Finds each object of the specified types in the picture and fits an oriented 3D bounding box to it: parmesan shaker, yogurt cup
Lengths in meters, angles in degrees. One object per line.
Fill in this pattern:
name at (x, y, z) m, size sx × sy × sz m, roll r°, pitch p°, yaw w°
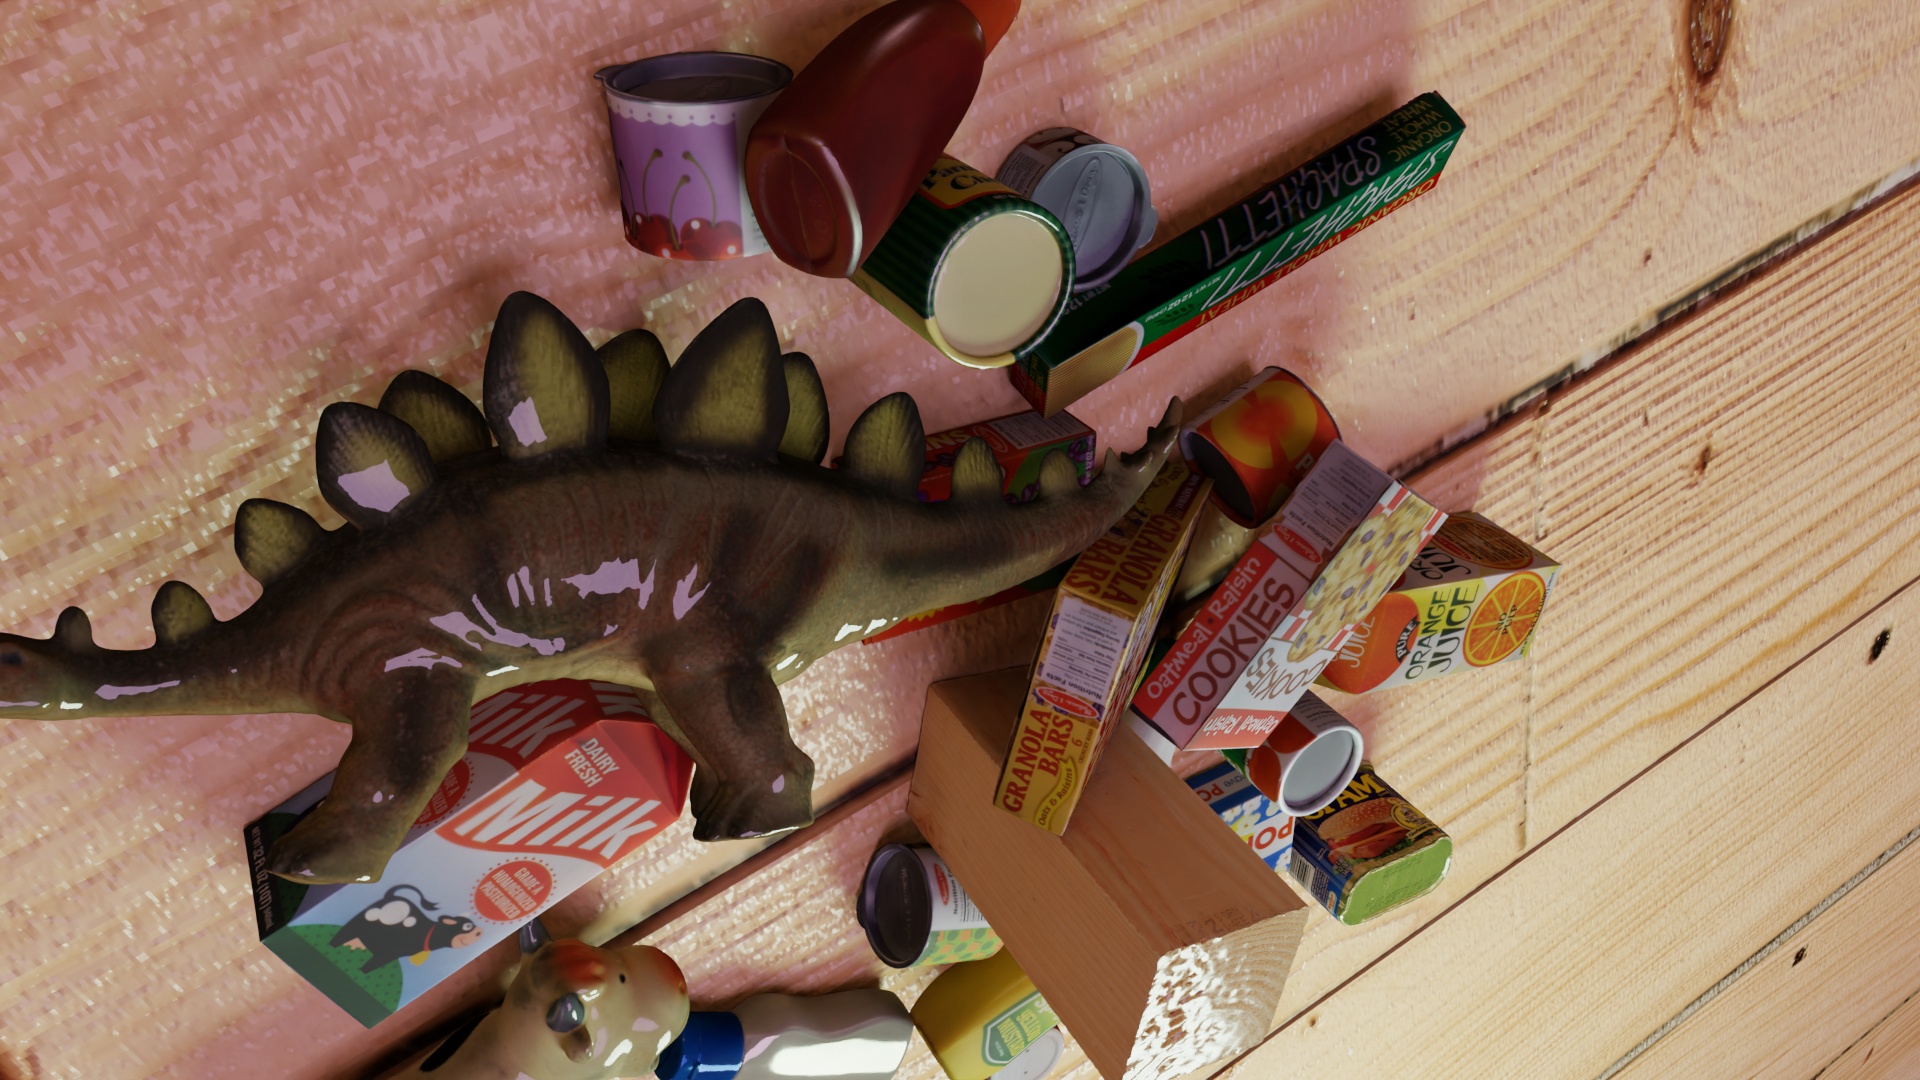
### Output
parmesan shaker at (-0.006, -0.116, 0.547) m, size 0.071 × 0.103 × 0.071 m, roll -17°, pitch 126°, yaw -24°
yogurt cup at (0.028, 0.306, 0.867) m, size 0.072 × 0.054 × 0.072 m, roll -16°, pitch 125°, yaw -24°

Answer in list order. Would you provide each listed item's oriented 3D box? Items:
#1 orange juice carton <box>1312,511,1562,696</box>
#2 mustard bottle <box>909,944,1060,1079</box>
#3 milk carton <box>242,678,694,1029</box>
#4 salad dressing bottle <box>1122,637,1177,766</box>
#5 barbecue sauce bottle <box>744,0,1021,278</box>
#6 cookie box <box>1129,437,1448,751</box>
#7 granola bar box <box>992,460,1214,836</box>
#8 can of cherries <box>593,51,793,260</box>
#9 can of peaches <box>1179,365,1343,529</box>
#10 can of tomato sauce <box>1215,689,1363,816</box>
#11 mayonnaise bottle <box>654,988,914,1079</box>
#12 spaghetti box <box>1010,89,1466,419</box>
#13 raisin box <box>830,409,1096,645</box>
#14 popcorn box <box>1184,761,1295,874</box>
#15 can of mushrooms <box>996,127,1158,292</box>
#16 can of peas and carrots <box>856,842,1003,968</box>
orange juice carton at (0.264, 0.038, 0.842) m, size 0.193 × 0.073 × 0.071 m, roll -7°, pitch 121°, yaw -30°
mustard bottle at (0.049, 0.246, 0.800) m, size 0.160 × 0.049 × 0.065 m, roll -33°, pitch 133°, yaw -12°
milk carton at (-0.191, 0.108, 0.586) m, size 0.191 × 0.072 × 0.073 m, roll -34°, pitch 131°, yaw -11°
salad dressing bottle at (0.100, 0.128, 0.809) m, size 0.064 × 0.044 × 0.147 m, roll 19°, pitch 105°, yaw -25°
barbecue sauce bottle at (-0.022, -0.163, 0.503) m, size 0.064 × 0.044 × 0.149 m, roll 83°, pitch 31°, yaw -50°
cookie box at (0.172, 0.034, 0.720) m, size 0.167 × 0.040 × 0.123 m, roll -54°, pitch 152°, yaw 12°
granola bar box at (0.071, 0.045, 0.675) m, size 0.166 × 0.039 × 0.123 m, roll -48°, pitch 156°, yaw -59°
can of cherries at (-0.094, -0.140, 0.503) m, size 0.072 × 0.072 × 0.058 m, roll -17°, pitch 127°, yaw -24°
can of peaches at (0.157, -0.046, 0.721) m, size 0.058 × 0.071 × 0.071 m, roll -34°, pitch 131°, yaw -9°
can of tomato sauce at (0.189, 0.117, 0.834) m, size 0.071 × 0.083 × 0.070 m, roll -16°, pitch 125°, yaw -24°
mayonnaise bottle at (-0.099, 0.283, 0.778) m, size 0.148 × 0.041 × 0.064 m, roll 16°, pitch 107°, yaw -38°
spaghetti box at (0.134, -0.138, 0.663) m, size 0.251 × 0.029 × 0.050 m, roll -31°, pitch 161°, yaw -13°
raisin box at (0.002, -0.008, 0.664) m, size 0.124 × 0.040 × 0.085 m, roll -15°, pitch 126°, yaw -24°
popcorn box at (0.155, 0.194, 0.891) m, size 0.127 × 0.038 × 0.084 m, roll -19°, pitch 127°, yaw -23°
can of mushrooms at (0.050, -0.146, 0.613) m, size 0.071 × 0.033 × 0.070 m, roll -16°, pitch 125°, yaw -25°
can of peas and carrots at (-0.014, 0.200, 0.767) m, size 0.059 × 0.071 × 0.070 m, roll 8°, pitch 113°, yaw -37°
